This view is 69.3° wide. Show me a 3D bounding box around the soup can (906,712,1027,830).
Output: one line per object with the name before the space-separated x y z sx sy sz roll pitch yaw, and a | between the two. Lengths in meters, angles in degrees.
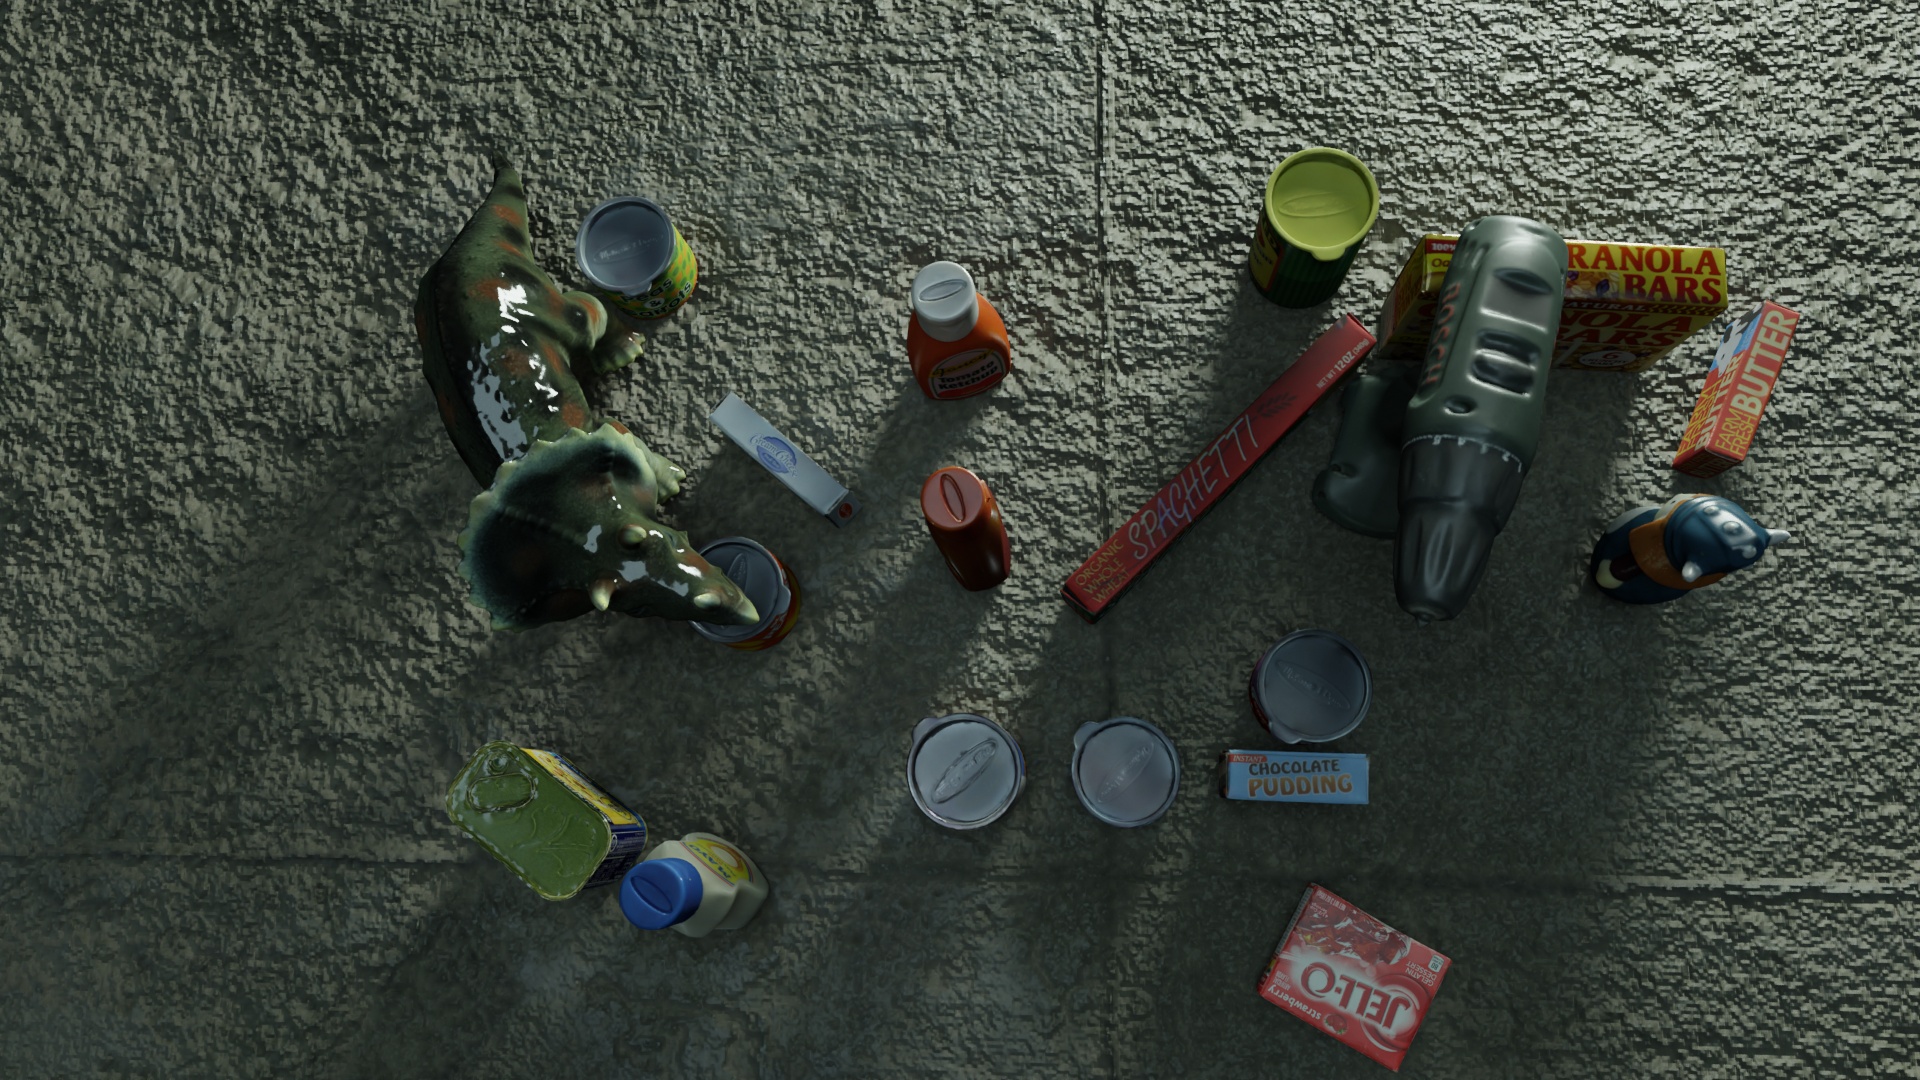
soup can | 0.004 0.136 0.831 0.071 0.083 0.071 -1 79 5

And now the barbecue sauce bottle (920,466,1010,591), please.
barbecue sauce bottle | 0.003 -0.010 0.826 0.044 0.148 0.065 -20 79 1

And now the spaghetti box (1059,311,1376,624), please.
spaghetti box | 0.160 -0.043 0.869 0.250 0.050 0.029 -44 79 -4

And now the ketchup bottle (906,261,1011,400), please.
ketchup bottle | -0.004 -0.128 0.850 0.065 0.148 0.043 -18 79 2

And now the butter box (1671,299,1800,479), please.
butter box | 0.474 -0.091 0.850 0.024 0.053 0.103 24 82 9

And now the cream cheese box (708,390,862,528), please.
cream cheese box | -0.112 -0.050 0.893 0.104 0.053 0.024 40 85 11

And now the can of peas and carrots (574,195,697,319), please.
can of peas and carrots | -0.214 -0.185 0.925 0.071 0.058 0.071 -1 79 5

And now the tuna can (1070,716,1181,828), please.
tuna can | 0.099 0.140 0.848 0.071 0.033 0.071 -1 79 5

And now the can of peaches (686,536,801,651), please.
can of peaches | -0.136 0.036 0.876 0.071 0.058 0.071 -1 79 5

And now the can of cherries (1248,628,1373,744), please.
can of cherries | 0.207 0.091 0.835 0.071 0.058 0.071 -1 79 5

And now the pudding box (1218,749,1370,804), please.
pudding box | 0.199 0.141 0.831 0.084 0.049 0.030 1 80 5

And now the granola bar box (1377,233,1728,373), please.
granola bar box | 0.348 -0.141 0.834 0.166 0.124 0.039 4 80 6

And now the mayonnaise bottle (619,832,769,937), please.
mayonnaise bottle | -0.155 0.199 0.800 0.065 0.148 0.041 37 85 10

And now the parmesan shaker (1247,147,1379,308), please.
parmesan shaker | 0.217 -0.189 0.866 0.071 0.103 0.071 -1 79 5
